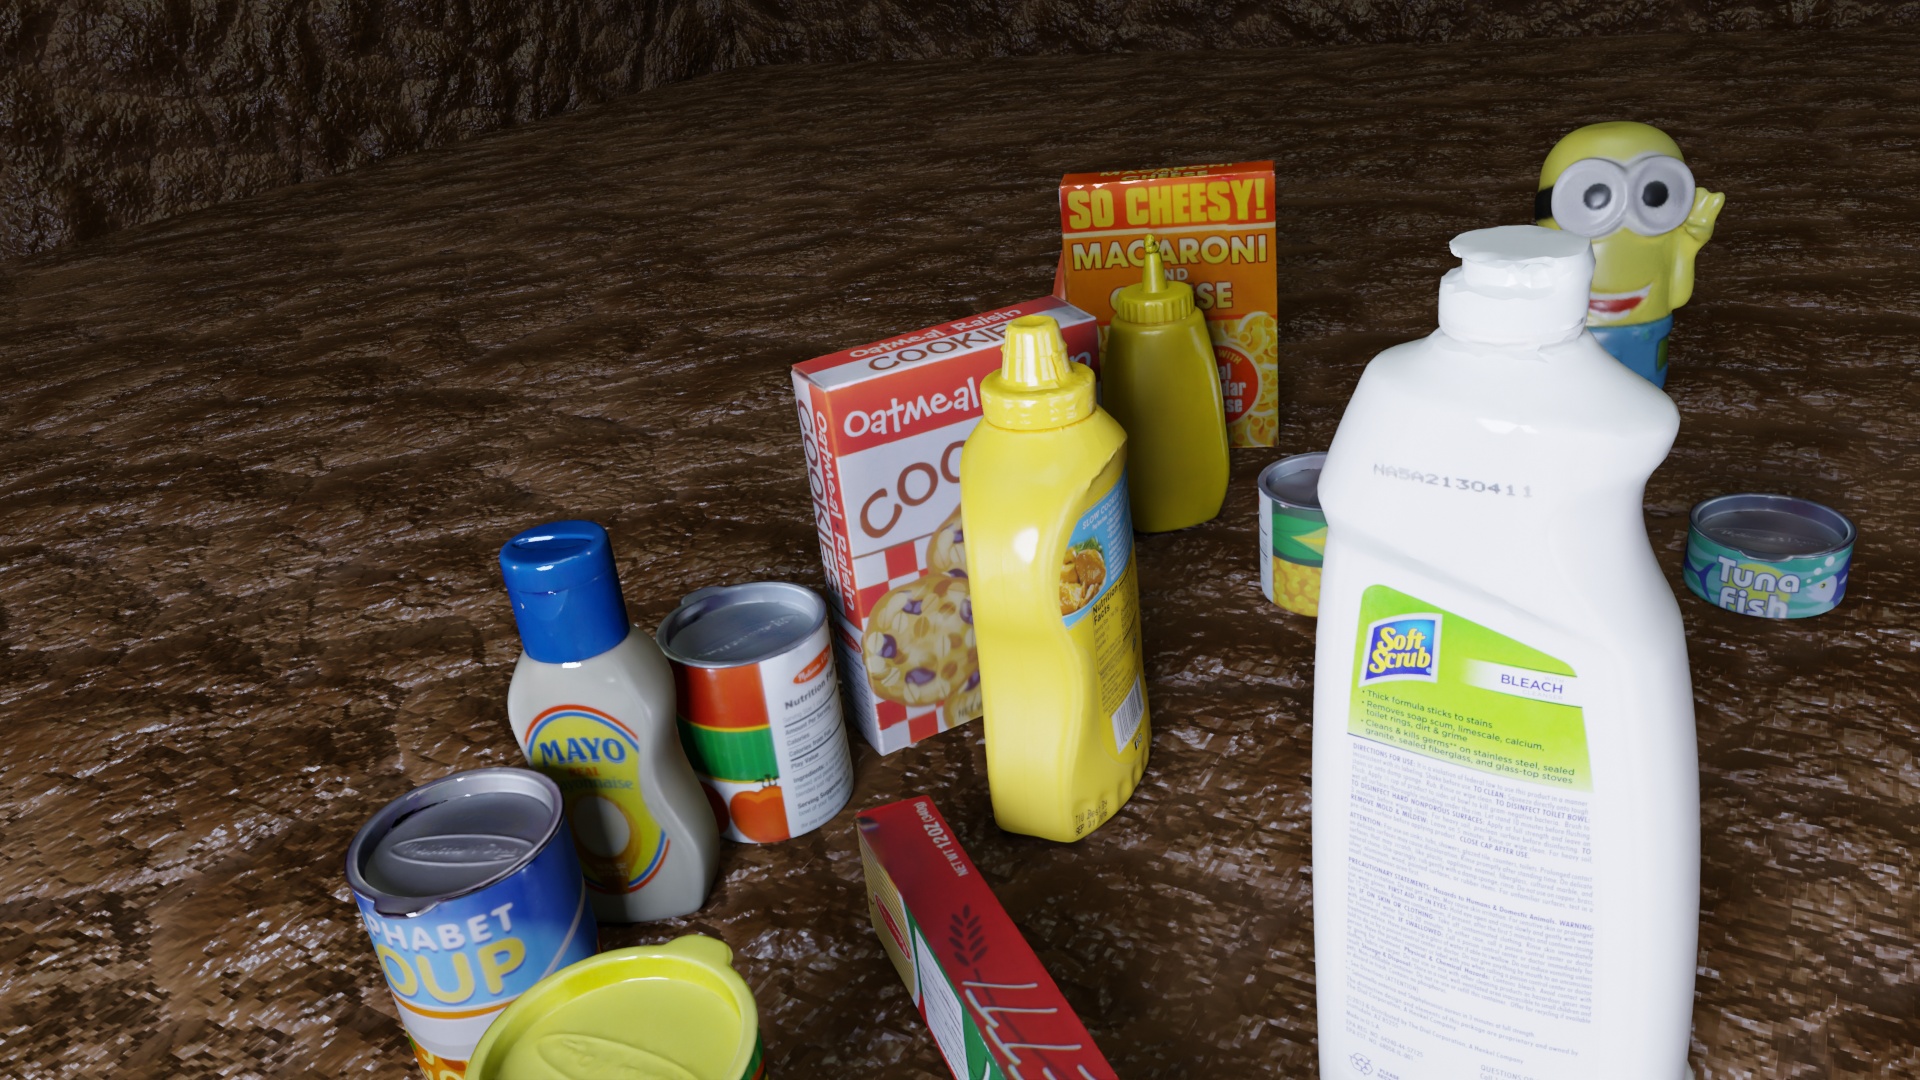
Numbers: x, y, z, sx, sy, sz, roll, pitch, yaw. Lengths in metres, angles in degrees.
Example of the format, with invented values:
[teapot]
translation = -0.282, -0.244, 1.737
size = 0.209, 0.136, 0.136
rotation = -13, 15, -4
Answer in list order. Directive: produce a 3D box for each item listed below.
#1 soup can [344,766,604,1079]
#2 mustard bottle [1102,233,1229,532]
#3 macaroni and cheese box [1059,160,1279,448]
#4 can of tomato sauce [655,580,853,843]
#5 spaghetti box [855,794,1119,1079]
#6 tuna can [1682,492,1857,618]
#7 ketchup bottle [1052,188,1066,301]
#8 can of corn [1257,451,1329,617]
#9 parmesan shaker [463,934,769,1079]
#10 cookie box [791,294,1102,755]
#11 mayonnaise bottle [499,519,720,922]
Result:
[soup can]
translation = -0.153, 0.127, 0.445
size = 0.071, 0.083, 0.071
rotation = -5, 26, 3
[mustard bottle]
translation = 0.106, -0.085, 0.733
size = 0.065, 0.159, 0.049
rotation = -11, 26, -9
[macaroni and cheese box]
translation = 0.126, -0.137, 0.830
size = 0.124, 0.165, 0.040
rotation = -1, 26, 11
[can of tomato sauce]
translation = -0.082, 0.067, 0.553
size = 0.071, 0.082, 0.071
rotation = -5, 26, 3
[spaghetti box]
translation = 0.025, 0.157, 0.380
size = 0.029, 0.050, 0.251
rotation = -15, 27, -17
[tuna can]
translation = 0.365, 0.007, 0.628
size = 0.071, 0.032, 0.071
rotation = -5, 26, 3
[ketchup bottle]
translation = 0.088, -0.157, 0.899
size = 0.065, 0.148, 0.044
rotation = -12, 26, -11
[can of corn]
translation = 0.179, -0.003, 0.664
size = 0.071, 0.058, 0.071
rotation = -5, 26, 3
[parmesan shaker]
translation = -0.072, 0.159, 0.338
size = 0.071, 0.102, 0.071
rotation = -5, 25, 3
[cookie box]
translation = 0.002, -0.007, 0.591
size = 0.123, 0.166, 0.040
rotation = -18, 28, -23
[mayonnaise bottle]
translation = -0.128, 0.066, 0.492
size = 0.065, 0.147, 0.041
rotation = -3, 26, 7
